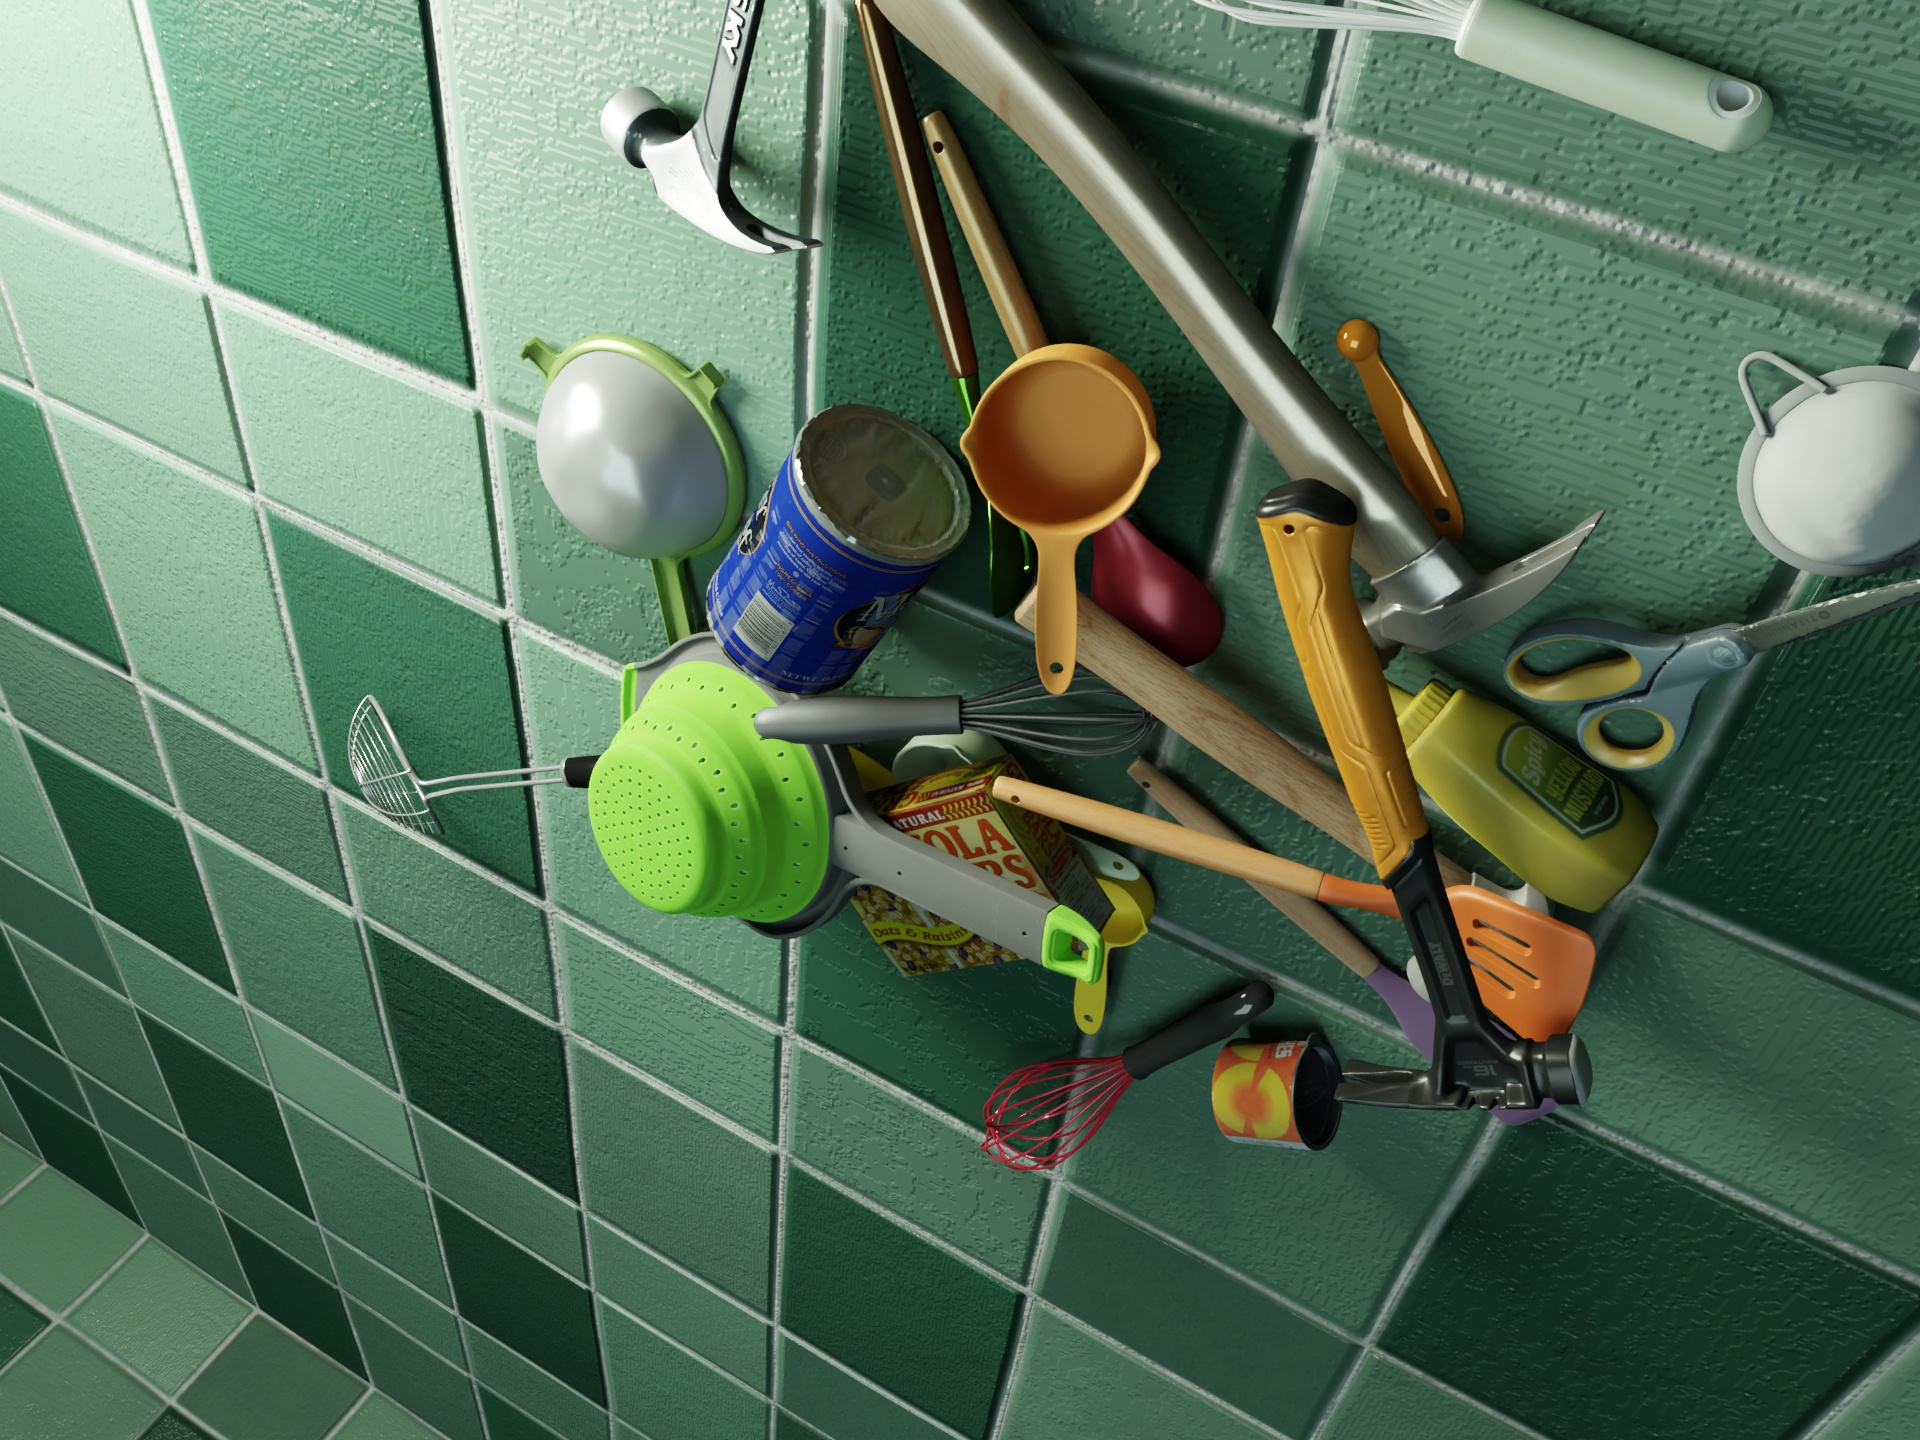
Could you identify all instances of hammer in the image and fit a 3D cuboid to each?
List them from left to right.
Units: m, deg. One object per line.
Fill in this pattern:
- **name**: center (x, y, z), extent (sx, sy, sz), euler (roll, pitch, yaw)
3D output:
- **hammer**: center (-0.070, -0.389, 0.675), extent (0.149, 0.036, 0.408), euler (48, 138, 22)
- **hammer**: center (0.109, -0.200, 0.710), extent (0.410, 0.038, 0.146), euler (49, 145, -6)
- **hammer**: center (0.172, 0.026, 0.839), extent (0.331, 0.031, 0.130), euler (35, 135, -5)
- **hammer**: center (0.200, 0.046, 0.765), extent (0.127, 0.034, 0.336), euler (-10, 111, 32)

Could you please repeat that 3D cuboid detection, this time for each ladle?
- **ladle**: center (0.053, -0.155, 0.807), extent (0.069, 0.031, 0.315), euler (-12, 115, 36)

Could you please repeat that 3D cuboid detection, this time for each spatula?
- **spatula**: center (0.165, 0.086, 0.843), extent (0.323, 0.041, 0.081), euler (17, 128, 16)
- **spatula**: center (0.220, 0.127, 0.923), extent (0.316, 0.018, 0.059), euler (40, 137, -1)

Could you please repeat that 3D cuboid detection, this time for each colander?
- **colander**: center (-0.099, 0.079, 0.945), extent (0.397, 0.094, 0.204), euler (22, 120, 33)

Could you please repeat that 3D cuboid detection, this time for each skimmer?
- **skimmer**: center (-0.336, 0.028, 1.234), extent (0.363, 0.090, 0.127), euler (-5, 119, 26)

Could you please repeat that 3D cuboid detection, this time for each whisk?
- **whisk**: center (-0.002, -0.002, 0.901), extent (0.239, 0.055, 0.055), euler (-2, 126, 8)
- **whisk**: center (0.105, 0.238, 1.069), extent (0.073, 0.073, 0.295), euler (45, 132, -4)
- **whisk**: center (0.187, -0.268, 0.608), extent (0.246, 0.058, 0.059), euler (26, 170, 12)

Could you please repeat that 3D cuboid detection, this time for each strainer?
- **strainer**: center (-0.205, -0.109, 0.995), extent (0.151, 0.069, 0.256), euler (14, 130, 26)
- **strainer**: center (0.404, -0.049, 0.634), extent (0.258, 0.050, 0.087), euler (42, 123, -6)

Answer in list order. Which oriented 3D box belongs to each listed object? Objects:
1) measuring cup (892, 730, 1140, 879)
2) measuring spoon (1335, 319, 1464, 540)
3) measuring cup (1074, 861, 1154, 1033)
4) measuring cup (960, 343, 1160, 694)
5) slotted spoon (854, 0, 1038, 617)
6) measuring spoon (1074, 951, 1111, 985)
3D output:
- **measuring cup**: center (0.039, 0.052, 0.979), extent (0.168, 0.038, 0.083), euler (23, 136, 15)
- **measuring spoon**: center (0.202, -0.130, 0.729), extent (0.021, 0.011, 0.116), euler (-16, 114, 42)
- **measuring cup**: center (0.092, 0.147, 1.026), extent (0.062, 0.029, 0.156), euler (22, 137, 20)
- **measuring cup**: center (0.052, -0.101, 0.790), extent (0.095, 0.052, 0.173), euler (5, 117, 11)
- **slotted spoon**: center (-0.004, -0.198, 0.798), extent (0.031, 0.070, 0.313), euler (-9, 115, 14)
- **measuring spoon**: center (0.056, 0.129, 1.048), extent (0.042, 0.021, 0.128), euler (-35, 110, 32)
